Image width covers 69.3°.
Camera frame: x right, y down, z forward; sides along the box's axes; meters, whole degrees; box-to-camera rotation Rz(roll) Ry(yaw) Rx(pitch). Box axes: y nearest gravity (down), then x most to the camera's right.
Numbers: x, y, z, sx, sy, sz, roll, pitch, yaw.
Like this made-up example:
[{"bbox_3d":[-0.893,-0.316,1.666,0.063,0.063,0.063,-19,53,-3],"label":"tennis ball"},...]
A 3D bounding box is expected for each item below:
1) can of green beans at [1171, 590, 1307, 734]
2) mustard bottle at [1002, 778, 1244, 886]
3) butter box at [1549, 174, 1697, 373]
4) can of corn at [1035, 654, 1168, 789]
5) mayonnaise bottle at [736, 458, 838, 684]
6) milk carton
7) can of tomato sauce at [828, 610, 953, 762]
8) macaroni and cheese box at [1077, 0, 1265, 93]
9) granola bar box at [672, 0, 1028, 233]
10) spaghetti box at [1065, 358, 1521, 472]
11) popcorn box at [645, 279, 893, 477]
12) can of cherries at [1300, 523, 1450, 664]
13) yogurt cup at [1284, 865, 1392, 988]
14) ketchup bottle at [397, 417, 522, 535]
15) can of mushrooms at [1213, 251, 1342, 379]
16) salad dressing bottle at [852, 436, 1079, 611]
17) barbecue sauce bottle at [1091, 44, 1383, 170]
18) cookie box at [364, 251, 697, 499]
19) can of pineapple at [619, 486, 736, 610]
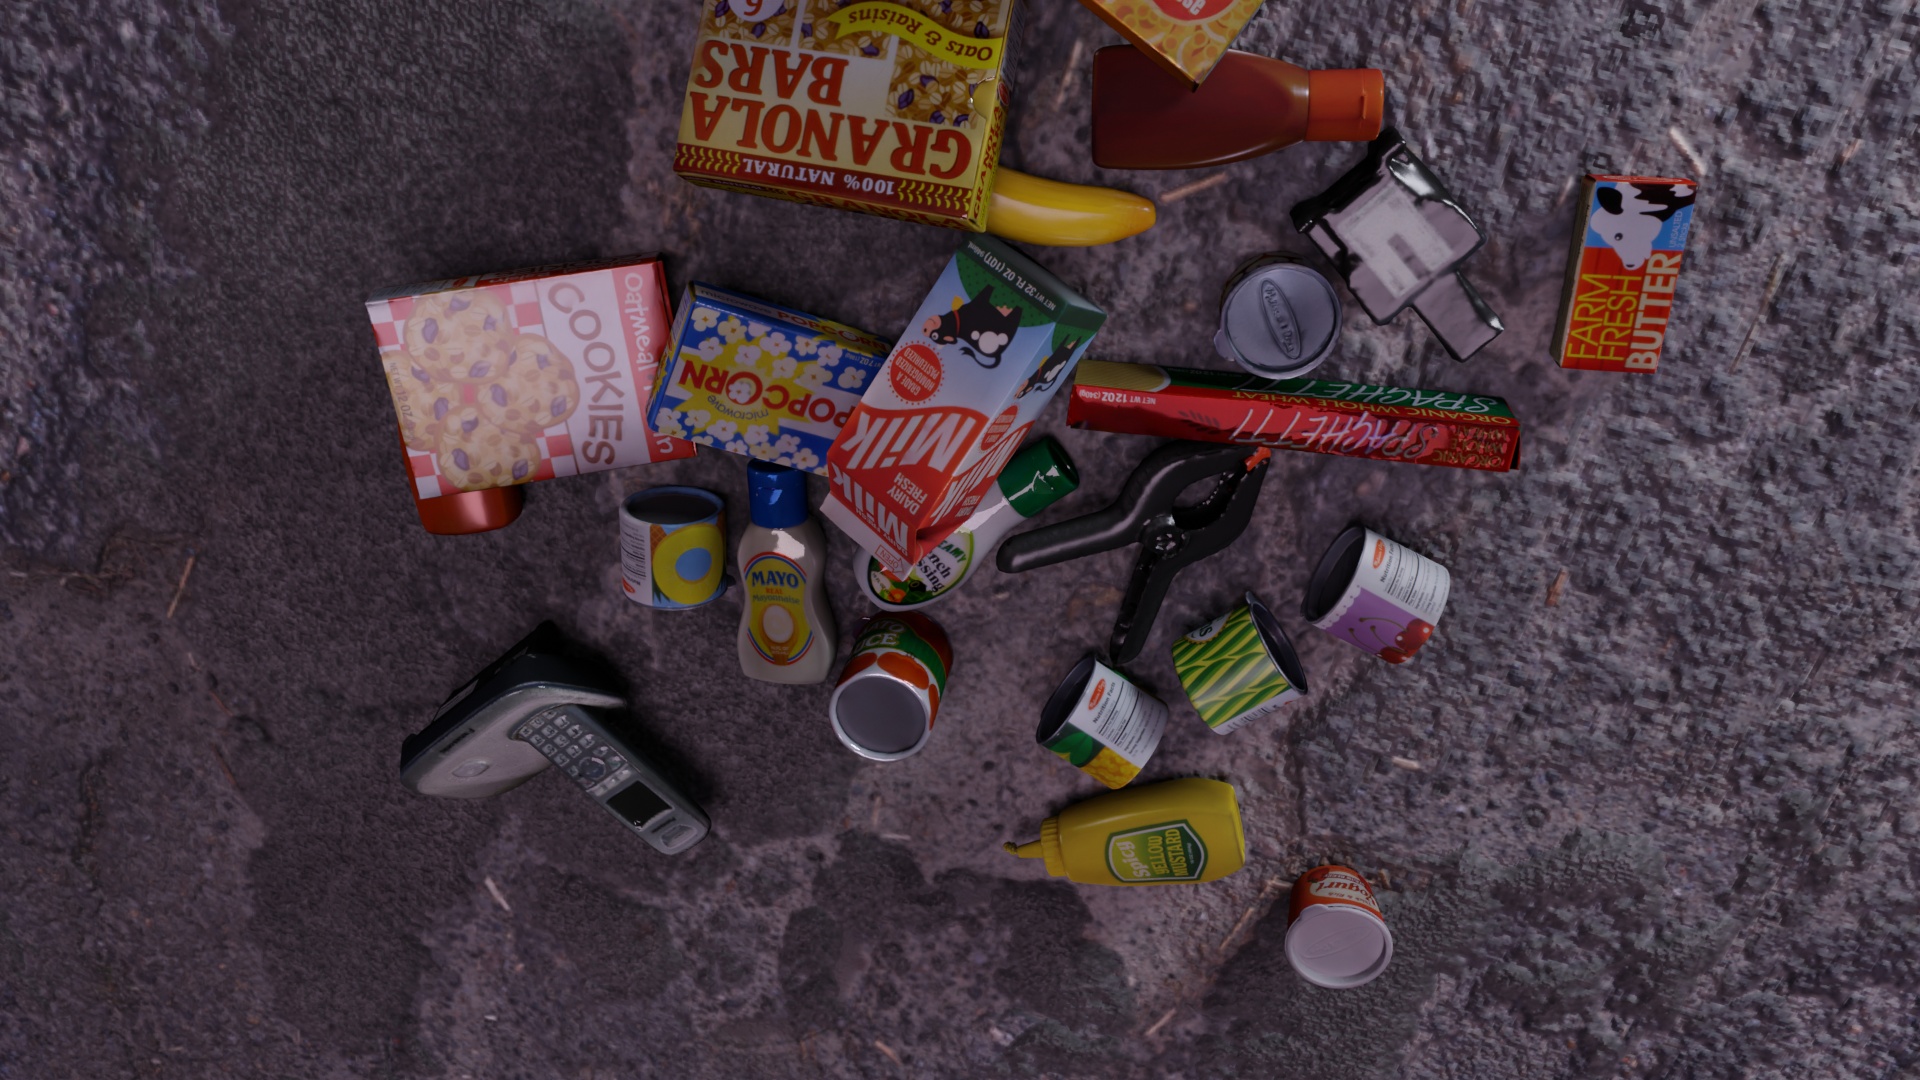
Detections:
[{"bbox_3d":[0.170,0.078,0.850,0.057,0.071,0.071,-31,106,21],"label":"can of green beans"},{"bbox_3d":[0.106,0.199,0.924,0.160,0.049,0.065,-11,110,13],"label":"mustard bottle"},{"bbox_3d":[0.355,-0.143,0.747,0.053,0.024,0.103,4,114,8],"label":"butter box"},{"bbox_3d":[0.089,0.116,0.882,0.058,0.071,0.071,33,115,-7],"label":"can of corn"},{"bbox_3d":[-0.113,0.019,0.883,0.065,0.041,0.147,4,115,10],"label":"mayonnaise bottle"},{"bbox_3d":[-0.007,-0.071,0.785,0.072,0.073,0.190,40,108,16],"label":"milk carton"},{"bbox_3d":[-0.045,0.090,0.880,0.071,0.083,0.071,3,115,7],"label":"can of tomato sauce"},{"bbox_3d":[0.119,-0.326,0.674,0.124,0.040,0.166,38,101,-3],"label":"macaroni and cheese box"},{"bbox_3d":[-0.058,-0.237,0.728,0.165,0.039,0.124,12,92,11],"label":"granola bar box"},{"bbox_3d":[0.187,-0.072,0.790,0.250,0.050,0.028,6,116,6],"label":"spaghetti box"},{"bbox_3d":[-0.110,-0.092,0.812,0.127,0.038,0.085,14,116,-22],"label":"popcorn box"},{"bbox_3d":[0.244,0.033,0.821,0.058,0.072,0.071,26,115,-4],"label":"can of cherries"},{"bbox_3d":[0.249,0.254,0.922,0.072,0.054,0.072,3,114,8],"label":"yogurt cup"},{"bbox_3d":[-0.324,-0.078,0.873,0.065,0.044,0.148,-4,113,9],"label":"ketchup bottle"},{"bbox_3d":[0.176,-0.126,0.778,0.071,0.033,0.070,3,115,7],"label":"can of mushrooms"},{"bbox_3d":[0.003,-0.011,0.850,0.147,0.044,0.064,-33,108,20],"label":"salad dressing bottle"},{"bbox_3d":[0.144,-0.229,0.732,0.148,0.044,0.064,2,110,8],"label":"barbecue sauce bottle"},{"bbox_3d":[-0.250,-0.099,0.829,0.168,0.040,0.122,-9,114,-6],"label":"cookie box"},{"bbox_3d":[-0.179,0.003,0.875,0.071,0.071,0.057,6,115,6],"label":"can of pineapple"}]
